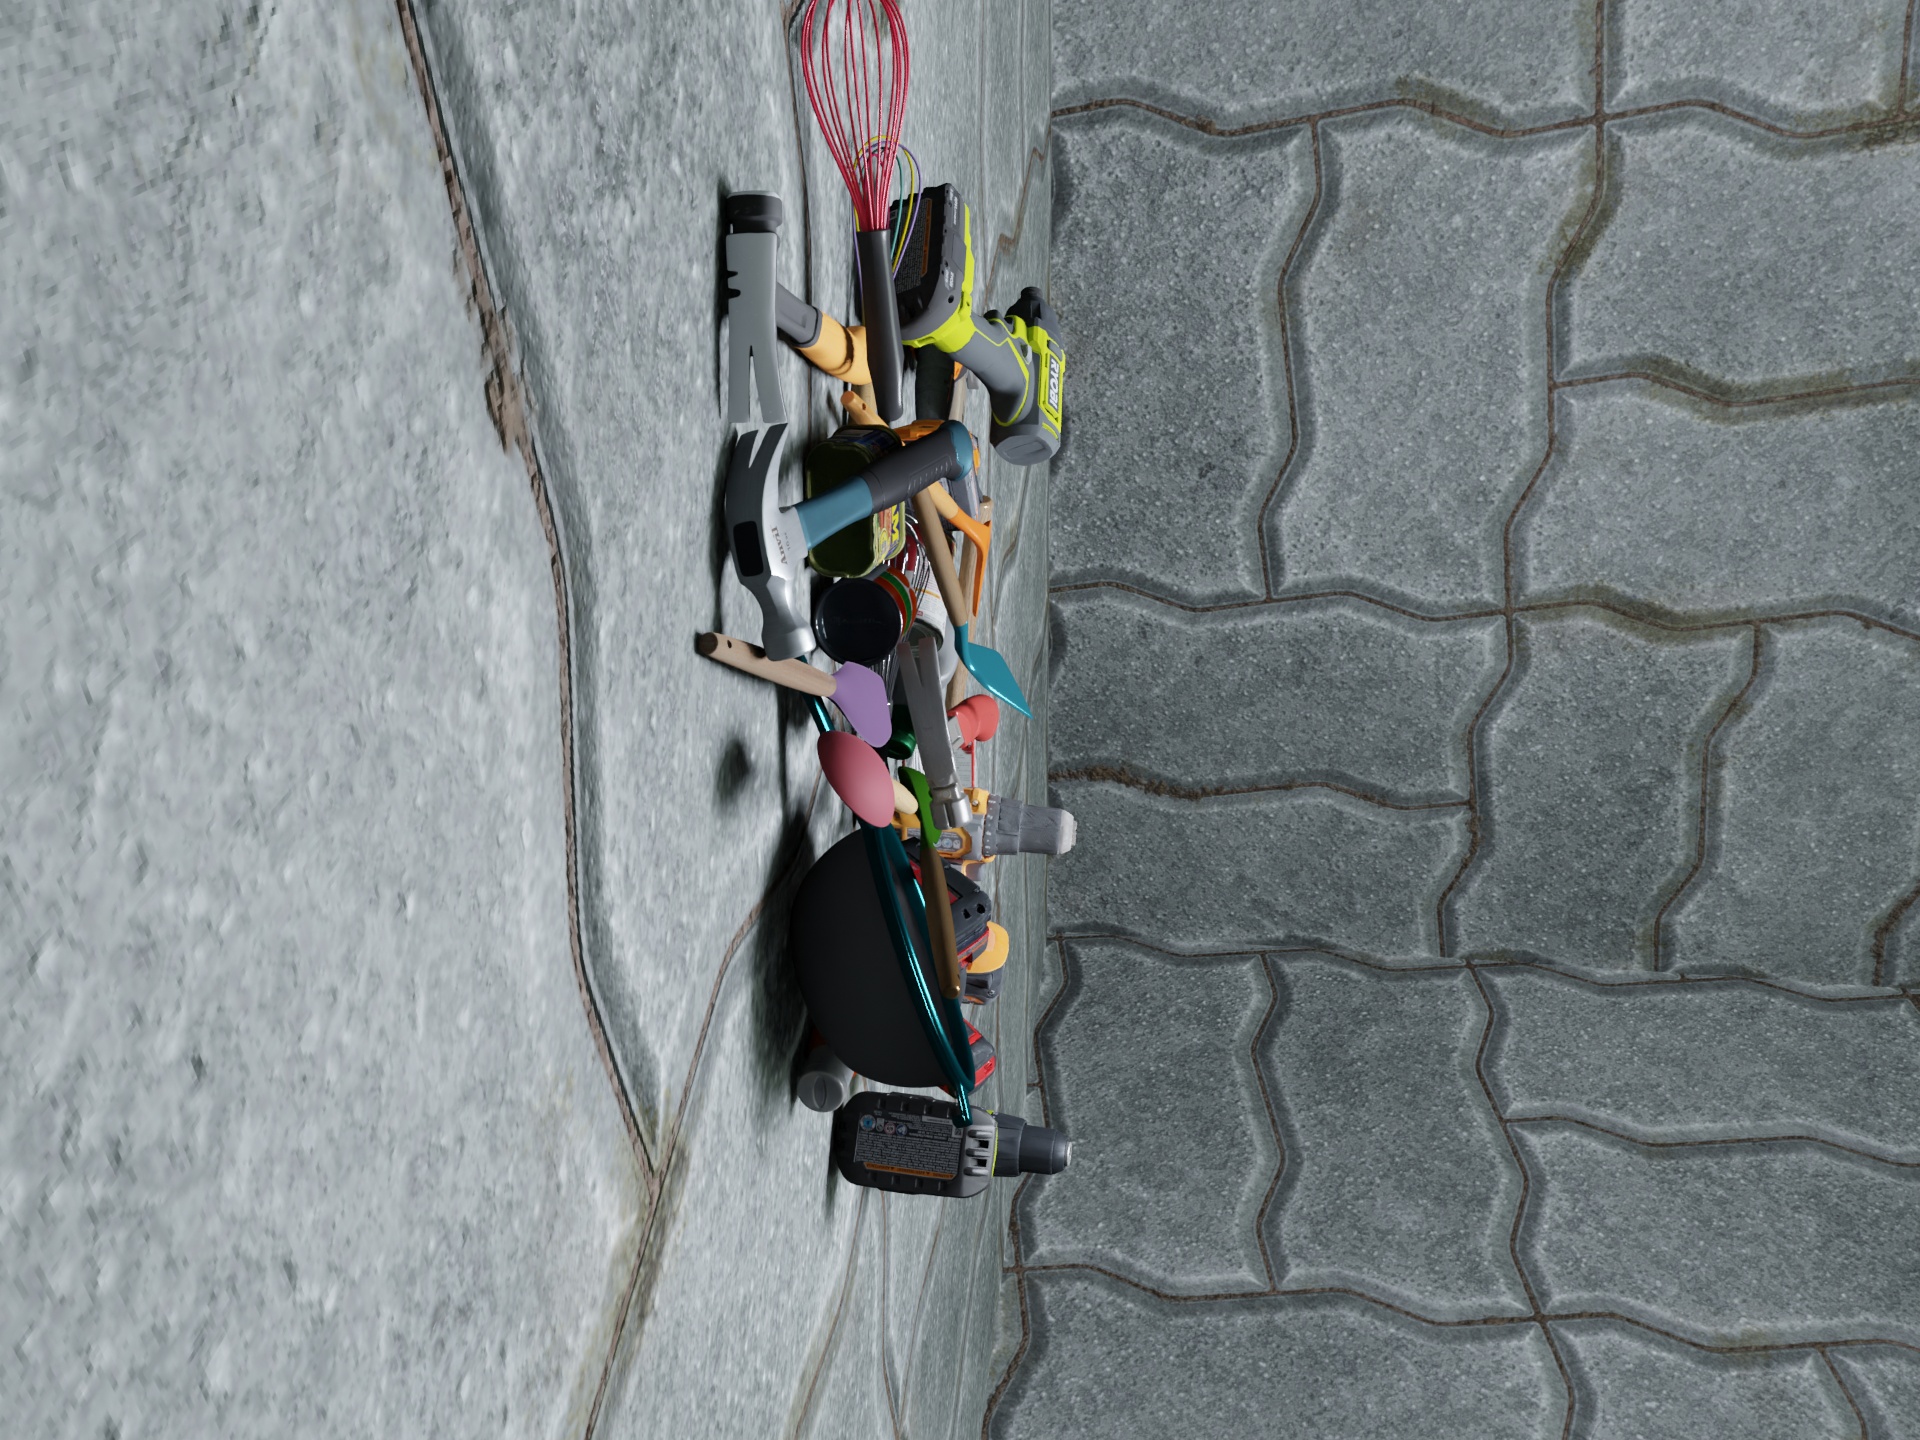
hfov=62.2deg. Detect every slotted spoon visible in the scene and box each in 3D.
[{"bbox_3d":[-0.021,0.119,1.220,0.314,0.031,0.070,-103,173,-64],"label":"slotted spoon"}]

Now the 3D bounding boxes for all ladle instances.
[{"bbox_3d":[-0.051,0.048,1.086,0.069,0.031,0.315,59,0,9],"label":"ladle"}]

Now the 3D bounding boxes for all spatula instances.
[{"bbox_3d":[0.003,-0.104,1.309,0.317,0.044,0.082,70,-4,-56],"label":"spatula"},{"bbox_3d":[-0.095,-0.023,1.023,0.315,0.018,0.060,24,55,-73],"label":"spatula"},{"bbox_3d":[-0.027,-0.183,1.310,0.322,0.041,0.081,40,55,-58],"label":"spatula"}]

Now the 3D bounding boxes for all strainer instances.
[{"bbox_3d":[-0.087,0.120,1.117,0.211,0.095,0.340,-104,173,-73],"label":"strainer"}]

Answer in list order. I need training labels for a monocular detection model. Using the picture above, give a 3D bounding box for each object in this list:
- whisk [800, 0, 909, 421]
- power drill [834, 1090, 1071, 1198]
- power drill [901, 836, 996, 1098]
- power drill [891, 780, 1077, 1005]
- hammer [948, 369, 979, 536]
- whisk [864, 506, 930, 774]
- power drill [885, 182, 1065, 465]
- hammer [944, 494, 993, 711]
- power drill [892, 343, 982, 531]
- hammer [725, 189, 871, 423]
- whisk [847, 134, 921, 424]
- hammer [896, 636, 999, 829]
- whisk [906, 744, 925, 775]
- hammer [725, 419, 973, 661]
[{"bbox_3d":[-0.061,-0.349,1.068,0.073,0.073,0.295,-68,155,-69],"label":"whisk"},{"bbox_3d":[-0.006,0.376,1.416,0.228,0.190,0.080,51,45,-73],"label":"power drill"},{"bbox_3d":[-0.035,0.215,1.369,0.078,0.143,0.219,-31,137,-29],"label":"power drill"},{"bbox_3d":[0.009,0.156,1.464,0.084,0.185,0.226,-80,173,-55],"label":"power drill"},{"bbox_3d":[-0.018,-0.218,1.682,0.146,0.038,0.411,74,20,-72],"label":"hammer"},{"bbox_3d":[-0.065,-0.040,1.316,0.070,0.070,0.284,-66,162,-70],"label":"whisk"},{"bbox_3d":[0.015,-0.342,1.347,0.223,0.080,0.171,34,52,-50],"label":"power drill"},{"bbox_3d":[0.000,-0.077,1.692,0.130,0.031,0.331,-86,-177,-66],"label":"hammer"},{"bbox_3d":[-0.021,-0.288,1.457,0.164,0.084,0.227,76,15,-67],"label":"power drill"},{"bbox_3d":[-0.096,-0.247,1.044,0.337,0.034,0.127,-40,130,-81],"label":"hammer"},{"bbox_3d":[-0.071,-0.324,1.225,0.047,0.051,0.245,-5,103,-59],"label":"whisk"},{"bbox_3d":[-0.002,-0.004,1.394,0.359,0.036,0.149,-39,118,-82],"label":"hammer"},{"bbox_3d":[-0.044,0.037,1.554,0.058,0.059,0.246,-6,-96,60],"label":"whisk"},{"bbox_3d":[-0.061,-0.148,1.040,0.331,0.033,0.128,-44,122,-61],"label":"hammer"}]
